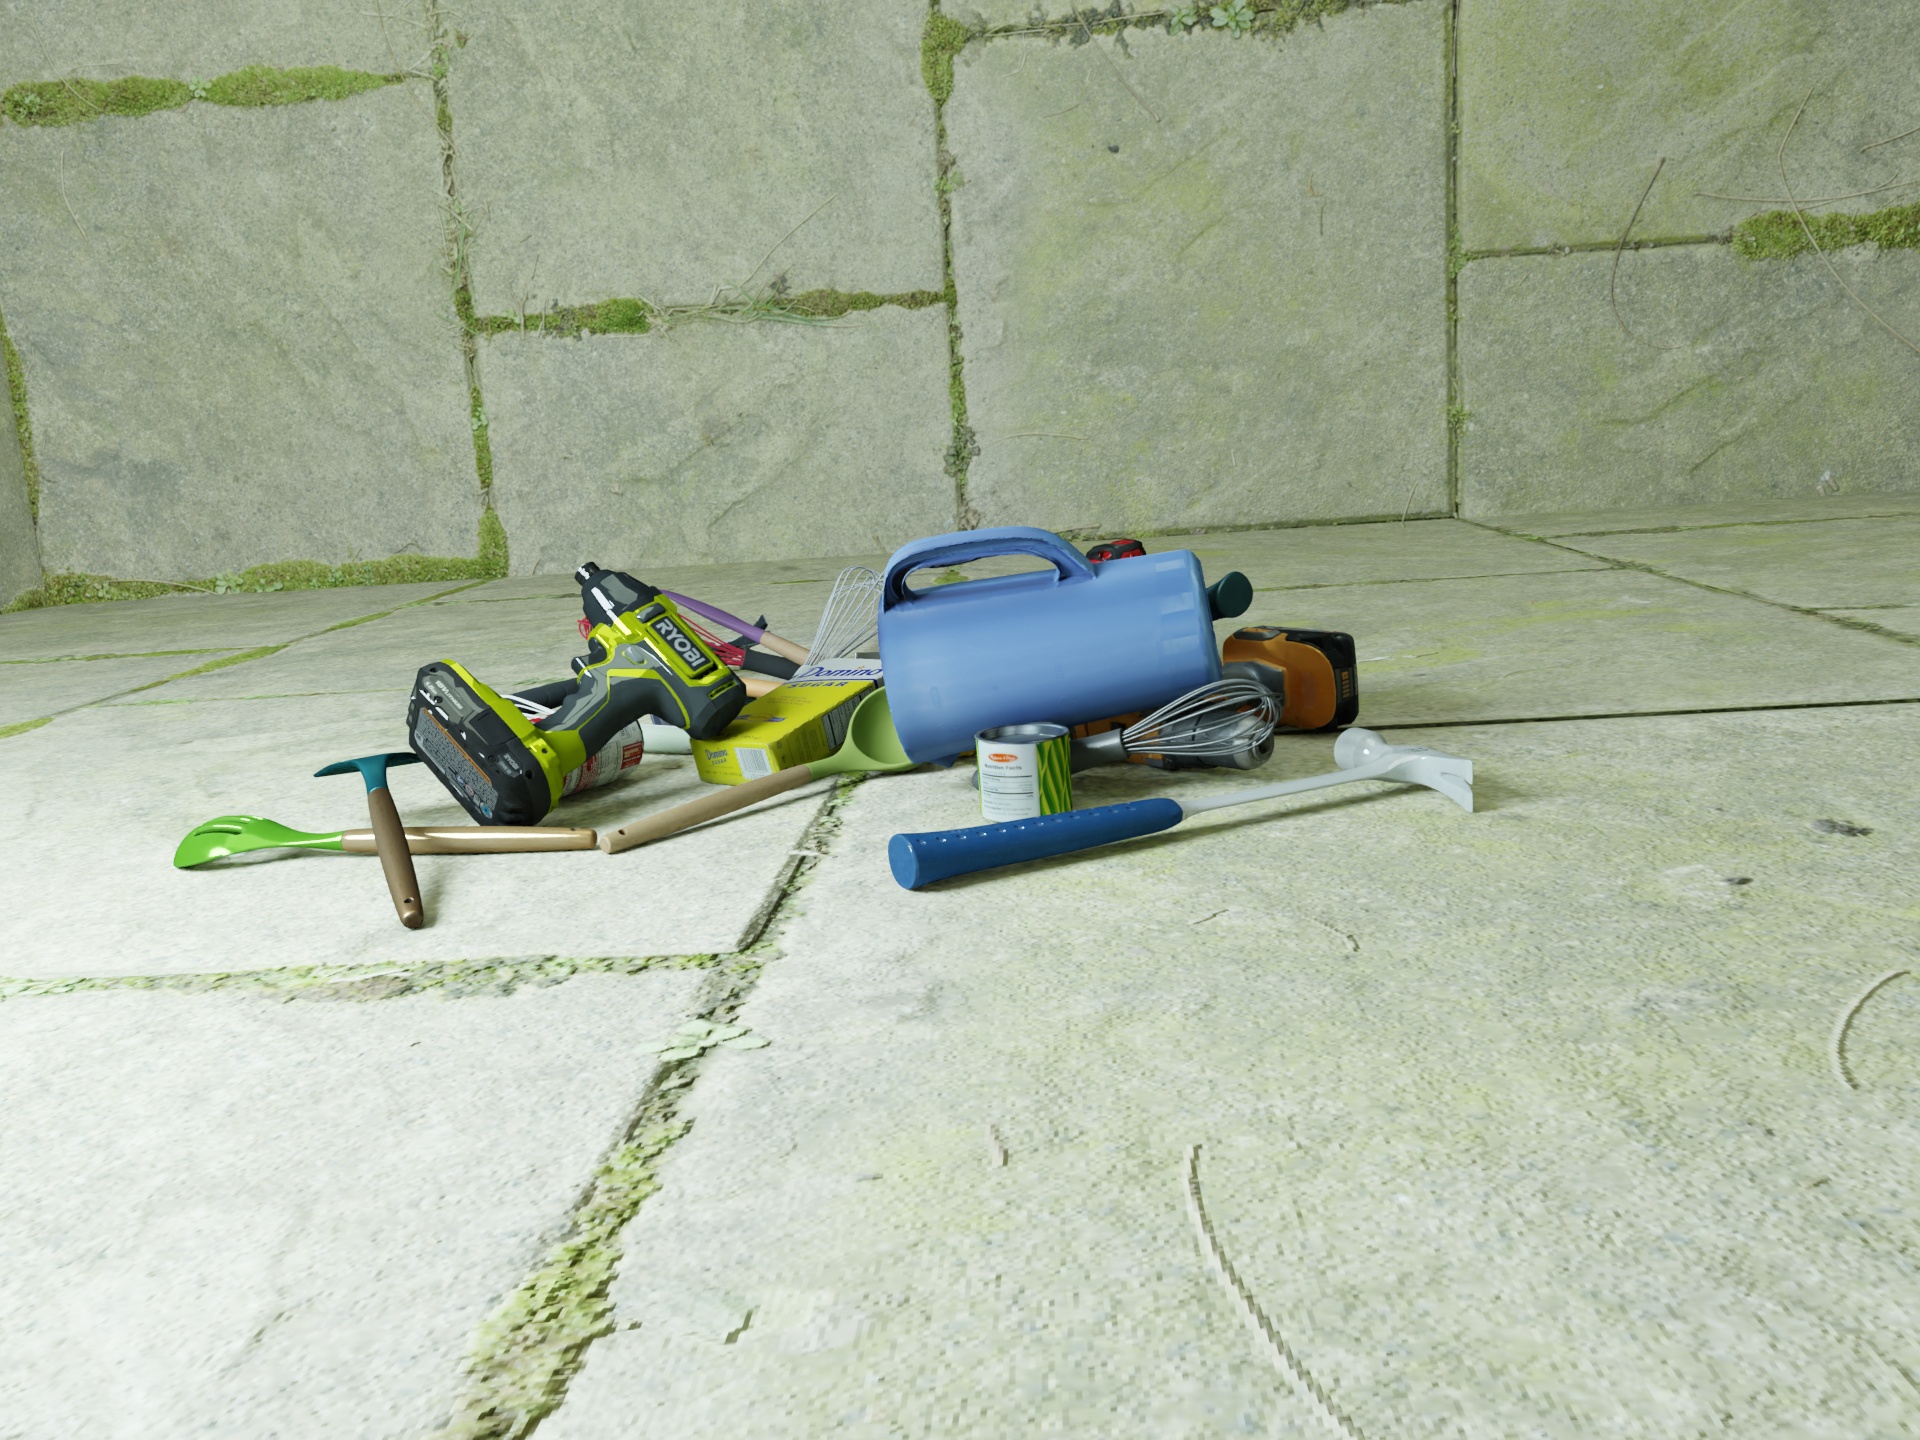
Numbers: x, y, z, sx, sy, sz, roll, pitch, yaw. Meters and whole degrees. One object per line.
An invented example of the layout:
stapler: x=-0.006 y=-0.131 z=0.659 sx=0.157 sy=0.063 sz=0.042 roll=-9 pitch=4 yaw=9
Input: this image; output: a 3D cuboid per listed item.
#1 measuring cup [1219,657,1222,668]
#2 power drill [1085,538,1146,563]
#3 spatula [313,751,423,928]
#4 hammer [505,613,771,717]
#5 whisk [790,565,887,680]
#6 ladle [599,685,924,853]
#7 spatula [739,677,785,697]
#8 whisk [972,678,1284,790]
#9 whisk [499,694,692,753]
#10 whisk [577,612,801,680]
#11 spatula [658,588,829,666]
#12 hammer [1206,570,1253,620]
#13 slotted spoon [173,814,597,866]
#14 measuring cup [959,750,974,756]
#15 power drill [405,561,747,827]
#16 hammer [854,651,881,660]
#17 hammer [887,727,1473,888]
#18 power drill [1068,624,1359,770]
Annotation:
measuring cup: x=0.205 y=-0.059 z=1.387 sx=0.095 sy=0.052 sz=0.173 roll=-11 pitch=-18 yaw=-25
power drill: x=0.098 y=-0.090 z=1.569 sx=0.219 sy=0.143 sz=0.078 roll=-16 pitch=11 yaw=-25
spatula: x=-0.389 y=0.072 z=1.080 sx=0.082 sy=0.044 sz=0.318 roll=-8 pitch=24 yaw=-23
hammer: x=-0.366 y=-0.040 z=1.648 sx=0.149 sy=0.036 sz=0.409 roll=-21 pitch=0 yaw=43
whisk: x=-0.125 y=-0.057 z=1.444 sx=0.070 sy=0.070 sz=0.285 roll=1 pitch=38 yaw=26
ladle: x=-0.133 y=0.037 z=1.190 sx=0.078 sy=0.062 sz=0.320 roll=38 pitch=36 yaw=28
spatula: x=-0.090 y=-0.026 z=1.467 sx=0.322 sy=0.041 sz=0.081 roll=7 pitch=13 yaw=9
whisk: x=0.118 y=0.016 z=1.149 sx=0.239 sy=0.055 sz=0.055 roll=-15 pitch=7 yaw=20
whisk: x=-0.334 y=0.010 z=1.425 sx=0.246 sy=0.059 sz=0.057 roll=4 pitch=-15 yaw=16
whisk: x=-0.239 y=-0.068 z=1.605 sx=0.295 sy=0.073 sz=0.073 roll=13 pitch=6 yaw=-15
spatula: x=-0.171 y=-0.071 z=1.560 sx=0.316 sy=0.018 sz=0.059 roll=26 pitch=8 yaw=24
hammer: x=0.152 y=-0.080 z=1.357 sx=0.128 sy=0.033 sz=0.331 roll=-47 pitch=11 yaw=-19
slotted spoon: x=-0.407 y=0.083 z=1.120 sx=0.314 sy=0.031 sz=0.070 roll=-1 pitch=16 yaw=8
measuring cup: x=0.023 y=-0.014 z=1.357 sx=0.062 sy=0.029 sz=0.156 roll=34 pitch=43 yaw=30
power drill: x=-0.296 y=-0.024 z=1.204 sx=0.223 sy=0.171 sz=0.080 roll=-36 pitch=-14 yaw=-40
hammer: x=-0.053 y=-0.060 z=1.612 sx=0.130 sy=0.031 sz=0.331 roll=-6 pitch=2 yaw=3
hammer: x=0.150 y=0.057 z=1.033 sx=0.405 sy=0.035 sz=0.144 roll=-9 pitch=12 yaw=-24
power drill: x=0.224 y=-0.013 z=1.265 sx=0.226 sy=0.084 sz=0.185 roll=-17 pitch=17 yaw=-35
